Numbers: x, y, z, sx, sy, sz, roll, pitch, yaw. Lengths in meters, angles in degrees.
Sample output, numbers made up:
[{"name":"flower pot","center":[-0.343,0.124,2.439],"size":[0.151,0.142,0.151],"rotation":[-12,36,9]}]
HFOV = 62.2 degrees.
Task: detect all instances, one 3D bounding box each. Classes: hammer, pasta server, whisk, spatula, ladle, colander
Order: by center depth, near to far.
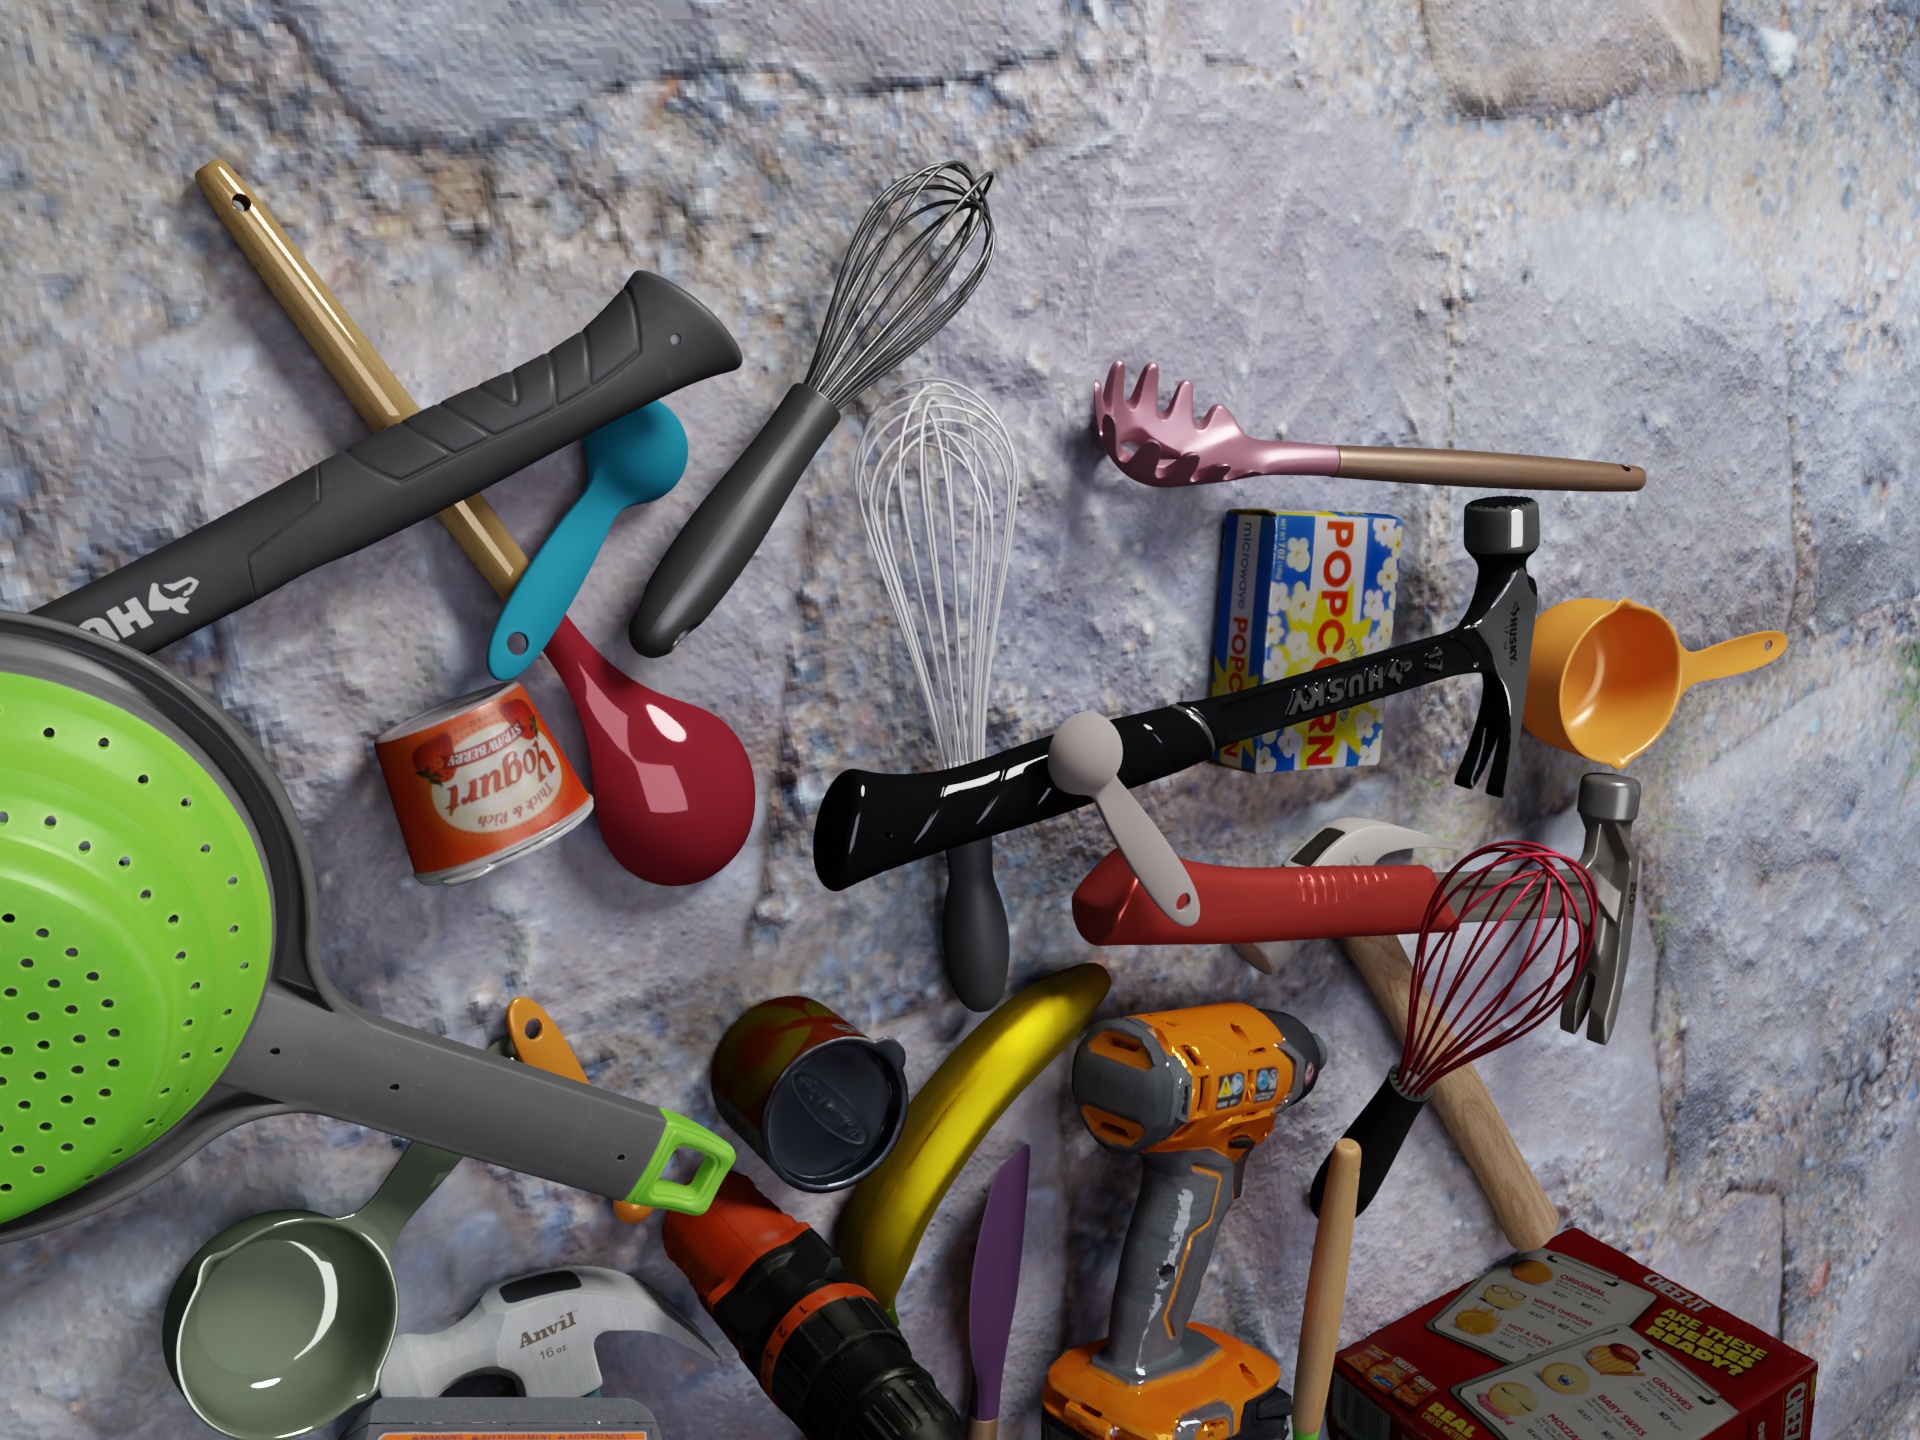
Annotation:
[{"name":"colander","center":[-0.226,0.109,0.492],"size":[0.396,0.095,0.204],"rotation":[29,90,-32]},{"name":"hammer","center":[-0.221,-0.055,0.524],"size":[0.335,0.035,0.146],"rotation":[-31,114,-15]},{"name":"ladle","center":[-0.168,-0.060,0.582],"size":[0.069,0.031,0.315],"rotation":[-44,117,-23]},{"name":"whisk","center":[-0.056,-0.123,0.618],"size":[0.055,0.055,0.239],"rotation":[40,77,-31]},{"name":"hammer","center":[-0.146,0.380,0.675],"size":[0.128,0.033,0.331],"rotation":[-17,108,-26]},{"name":"whisk","center":[0.000,-0.002,0.678],"size":[0.070,0.070,0.284],"rotation":[-15,111,-28]},{"name":"hammer","center":[0.117,0.005,0.708],"size":[0.409,0.036,0.149],"rotation":[-15,109,-30]},{"name":"pasta server","center":[0.202,-0.127,0.754],"size":[0.316,0.060,0.040],"rotation":[0,142,-21]},{"name":"spatula","center":[0.008,0.358,0.767],"size":[0.059,0.018,0.316],"rotation":[-16,114,-63]},{"name":"whisk","center":[0.228,0.166,0.778],"size":[0.073,0.073,0.295],"rotation":[-14,139,-28]},{"name":"hammer","center":[0.211,0.099,0.796],"size":[0.359,0.037,0.149],"rotation":[2,97,-31]},{"name":"hammer","center":[0.266,0.185,0.887],"size":[0.130,0.031,0.331],"rotation":[-43,118,-17]}]

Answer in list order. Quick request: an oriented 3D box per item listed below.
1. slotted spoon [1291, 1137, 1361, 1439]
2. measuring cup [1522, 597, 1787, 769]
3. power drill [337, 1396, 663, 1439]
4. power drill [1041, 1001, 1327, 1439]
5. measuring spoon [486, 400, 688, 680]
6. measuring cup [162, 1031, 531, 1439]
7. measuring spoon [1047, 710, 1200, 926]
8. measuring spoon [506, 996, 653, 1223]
[{"name":"slotted spoon","center":[0.185,0.349,0.836],"size":[0.070,0.031,0.313],"rotation":[-32,130,-51]},{"name":"measuring cup","center":[0.385,-0.032,0.896],"size":[0.173,0.052,0.095],"rotation":[-12,107,-23]},{"name":"power drill","center":[-0.206,0.364,0.587],"size":[0.185,0.084,0.226],"rotation":[7,109,-17]},{"name":"power drill","center":[0.119,0.250,0.779],"size":[0.164,0.084,0.226],"rotation":[3,95,-44]},{"name":"measuring spoon","center":[-0.134,-0.068,0.580],"size":[0.042,0.021,0.129],"rotation":[41,60,-32]},{"name":"measuring cup","center":[-0.223,0.183,0.595],"size":[0.083,0.038,0.168],"rotation":[52,56,-25]},{"name":"measuring spoon","center":[0.075,0.046,0.657],"size":[0.034,0.018,0.124],"rotation":[-45,123,-16]},{"name":"measuring spoon","center":[-0.150,0.157,0.637],"size":[0.021,0.011,0.116],"rotation":[-46,122,-42]}]
